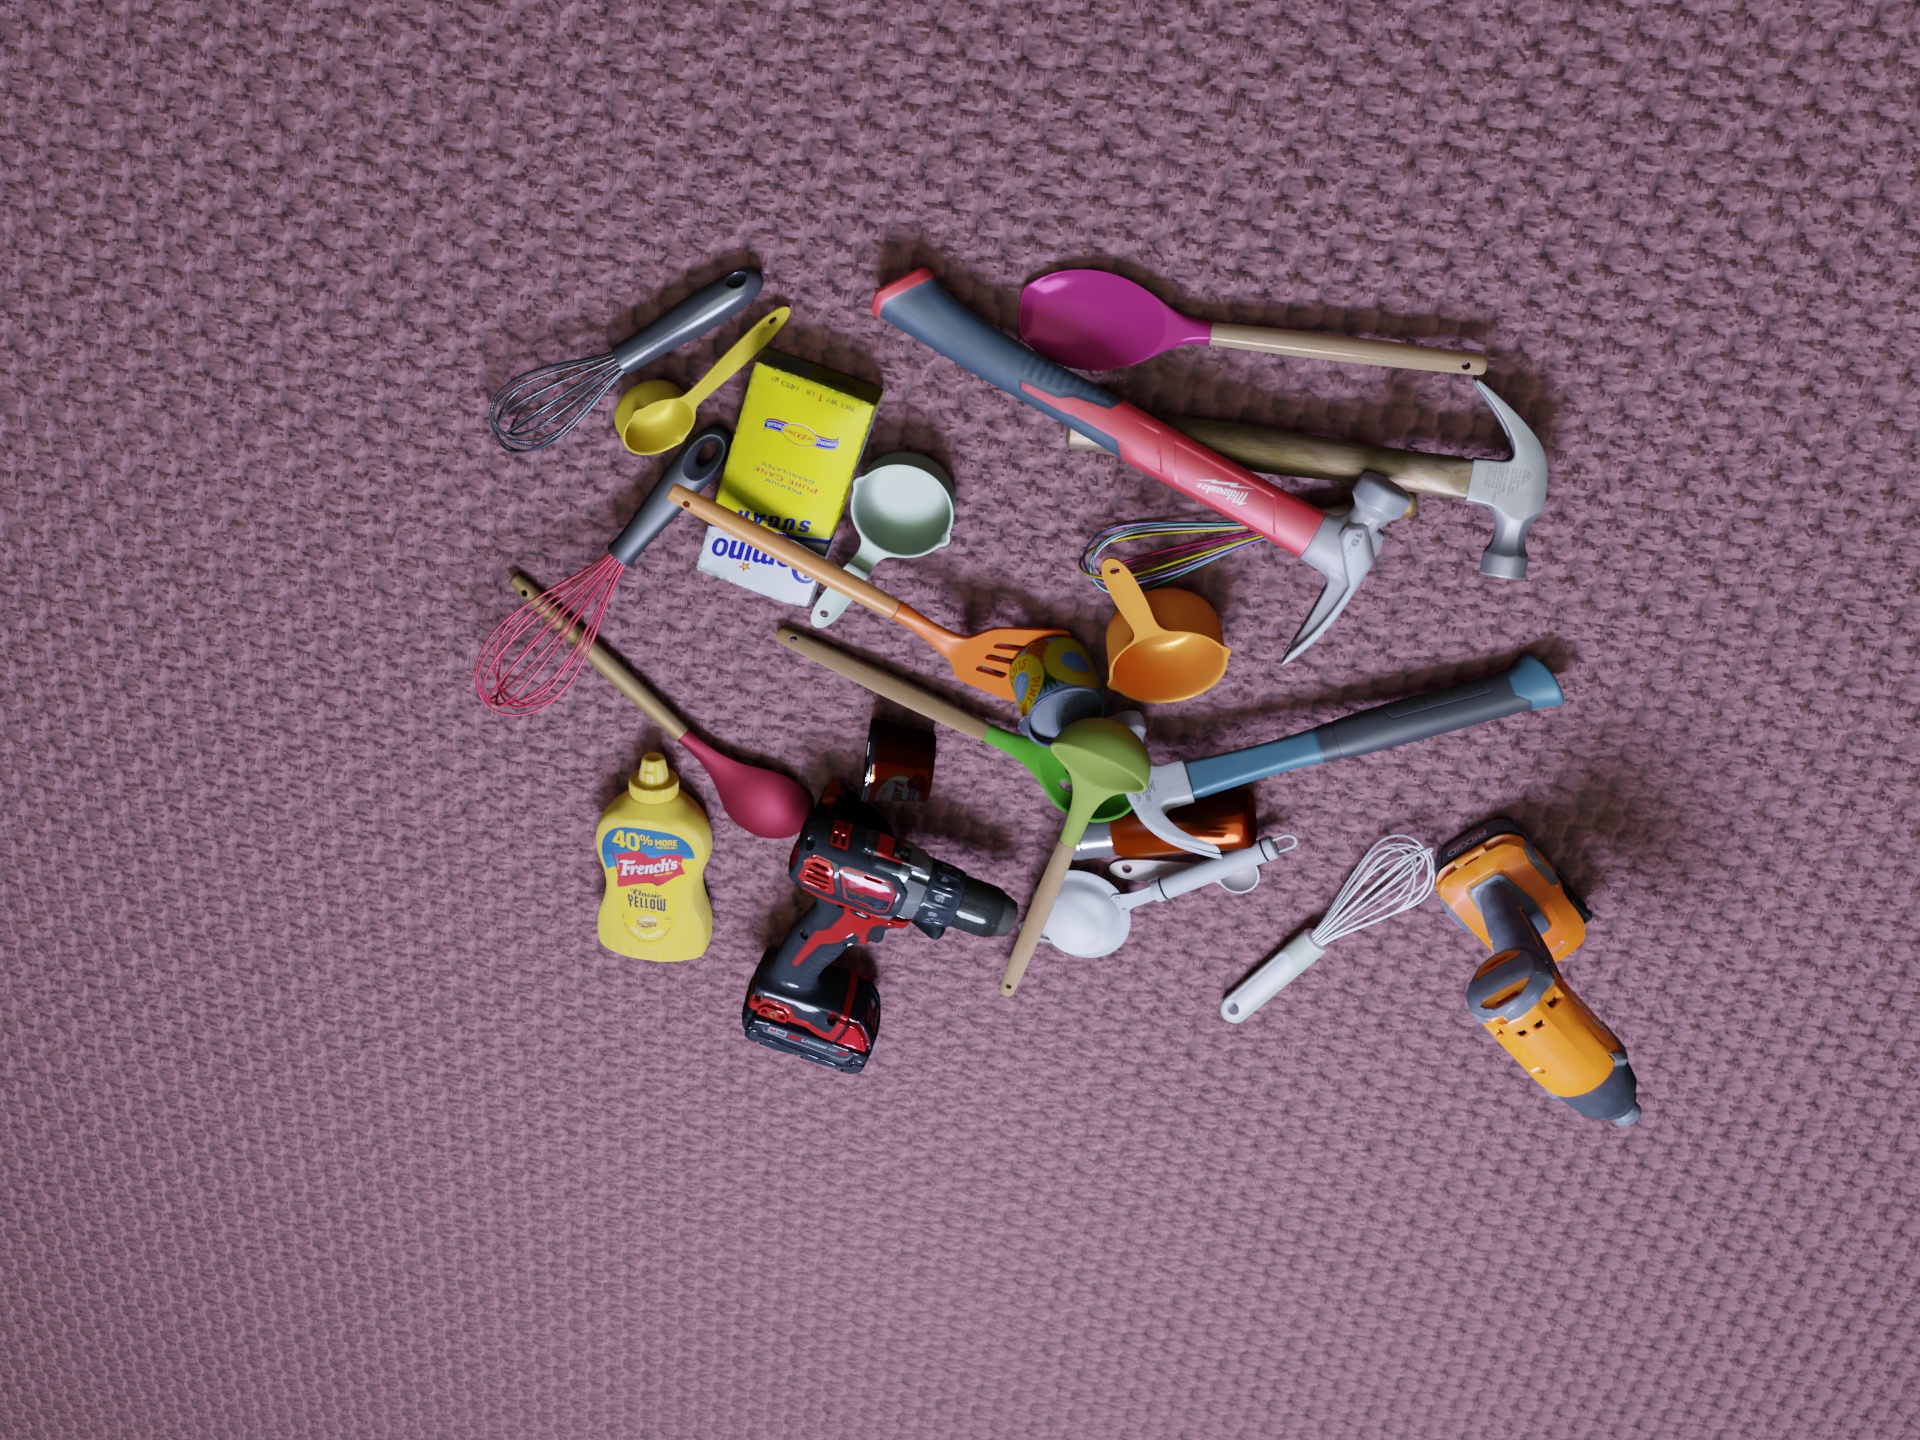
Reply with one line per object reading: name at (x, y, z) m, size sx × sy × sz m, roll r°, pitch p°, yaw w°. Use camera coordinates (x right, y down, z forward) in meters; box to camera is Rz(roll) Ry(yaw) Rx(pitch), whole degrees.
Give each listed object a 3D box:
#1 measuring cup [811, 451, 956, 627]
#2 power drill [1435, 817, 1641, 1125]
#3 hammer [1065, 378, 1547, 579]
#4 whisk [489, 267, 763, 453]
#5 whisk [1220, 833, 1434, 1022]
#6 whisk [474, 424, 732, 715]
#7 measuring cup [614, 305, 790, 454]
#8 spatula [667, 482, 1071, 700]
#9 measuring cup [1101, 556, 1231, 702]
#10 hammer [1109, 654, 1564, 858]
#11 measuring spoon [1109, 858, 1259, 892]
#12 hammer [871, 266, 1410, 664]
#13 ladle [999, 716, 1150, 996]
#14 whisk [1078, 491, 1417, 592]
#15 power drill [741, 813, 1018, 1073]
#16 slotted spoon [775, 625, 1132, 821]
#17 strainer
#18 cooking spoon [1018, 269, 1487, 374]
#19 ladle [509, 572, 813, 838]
measuring cup at (-0.065, -0.134, 1.198) m, size 0.083 × 0.038 × 0.167 m, roll 32°, pitch 125°, yaw -13°
power drill at (0.438, 0.192, 1.196) m, size 0.084 × 0.227 × 0.164 m, roll -37°, pitch 108°, yaw 24°
hammer at (0.239, -0.188, 1.112) m, size 0.331 × 0.031 × 0.130 m, roll 10°, pitch 100°, yaw 8°
whisk at (-0.243, -0.263, 1.147) m, size 0.239 × 0.055 × 0.055 m, roll -26°, pitch 112°, yaw 15°
whisk at (0.299, 0.178, 1.313) m, size 0.246 × 0.059 × 0.058 m, roll -49°, pitch 65°, yaw 31°
whisk at (-0.272, -0.112, 1.214) m, size 0.073 × 0.073 × 0.296 m, roll 40°, pitch 105°, yaw -14°
measuring cup at (-0.187, -0.253, 1.150) m, size 0.156 × 0.062 × 0.029 m, roll -39°, pitch 67°, yaw 11°
spatula at (-0.069, -0.099, 1.186) m, size 0.322 × 0.041 × 0.081 m, roll 27°, pitch 125°, yaw -16°
measuring cup at (0.135, -0.081, 1.154) m, size 0.095 × 0.052 × 0.173 m, roll -17°, pitch 141°, yaw 18°
hammer at (0.284, 0.013, 1.205) m, size 0.331 × 0.128 × 0.033 m, roll -16°, pitch 158°, yaw 9°
measuring spoon at (0.186, 0.122, 1.318) m, size 0.124 × 0.018 × 0.034 m, roll 1°, pitch 115°, yaw 15°
hammer at (0.105, -0.188, 1.101) m, size 0.386 × 0.038 × 0.143 m, roll 30°, pitch 114°, yaw 3°
ladle at (0.074, 0.121, 1.259) m, size 0.078 × 0.062 × 0.320 m, roll 24°, pitch 129°, yaw 7°
whisk at (0.207, -0.132, 1.153) m, size 0.245 × 0.047 × 0.051 m, roll -10°, pitch 98°, yaw 9°
power drill at (-0.072, 0.189, 1.319) m, size 0.188 × 0.080 × 0.226 m, roll 20°, pitch 125°, yaw -8°
slotted spoon at (-0.002, -0.004, 1.262) m, size 0.313 × 0.031 × 0.070 m, roll 25°, pitch 85°, yaw -3°
strainer at (0.156, 0.141, 1.304) m, size 0.258 × 0.050 × 0.086 m, roll -24°, pitch 107°, yaw 21°
cooking spoon at (0.197, -0.262, 1.090) m, size 0.319 × 0.017 × 0.068 m, roll 9°, pitch 115°, yaw 7°
ladle at (-0.245, -0.008, 1.298) m, size 0.069 × 0.031 × 0.315 m, roll -39°, pitch 105°, yaw 25°
